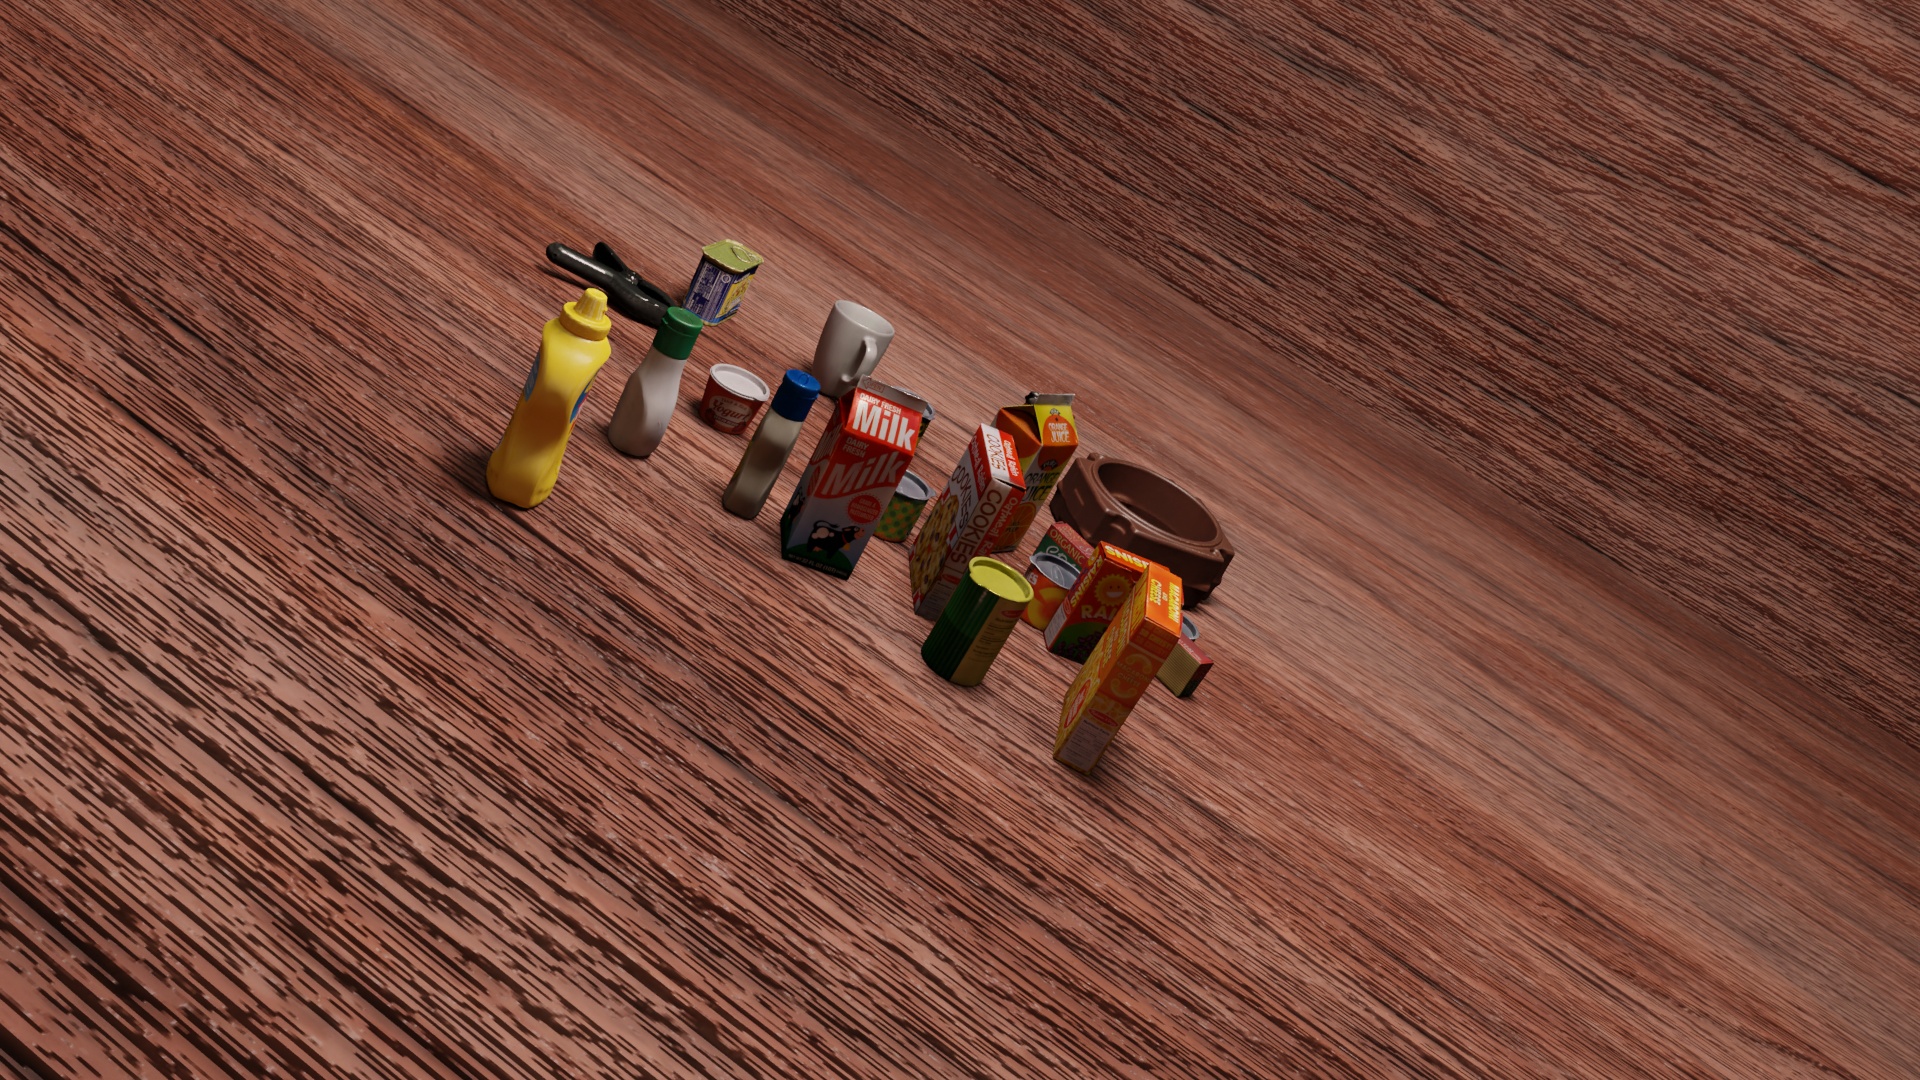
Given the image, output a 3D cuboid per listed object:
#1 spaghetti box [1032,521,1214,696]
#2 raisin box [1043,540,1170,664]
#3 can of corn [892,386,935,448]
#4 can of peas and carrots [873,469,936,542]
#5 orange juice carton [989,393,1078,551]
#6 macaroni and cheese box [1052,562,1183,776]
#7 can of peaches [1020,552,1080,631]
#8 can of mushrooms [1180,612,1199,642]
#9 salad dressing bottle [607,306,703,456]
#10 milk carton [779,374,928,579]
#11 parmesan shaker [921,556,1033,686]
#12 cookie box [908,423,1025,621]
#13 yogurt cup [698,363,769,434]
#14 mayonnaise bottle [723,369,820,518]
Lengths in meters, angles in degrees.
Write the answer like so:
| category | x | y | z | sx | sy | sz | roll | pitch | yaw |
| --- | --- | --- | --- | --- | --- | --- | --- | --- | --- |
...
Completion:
| category | x | y | z | sx | sy | sz | roll | pitch | yaw |
| --- | --- | --- | --- | --- | --- | --- | --- | --- | --- |
| spaghetti box | 0.175 | 0.072 | 1.535 | 0.029 | 0.050 | 0.251 | -1 | 38 | -49 |
| raisin box | 0.151 | 0.071 | 1.423 | 0.086 | 0.123 | 0.040 | 22 | 25 | -17 |
| can of corn | -0.071 | -0.142 | 1.669 | 0.071 | 0.058 | 0.071 | 25 | 24 | -12 |
| can of peas and carrots | -0.070 | -0.039 | 1.468 | 0.071 | 0.058 | 0.071 | 25 | 24 | -12 |
| orange juice carton | 0.062 | -0.083 | 1.536 | 0.073 | 0.191 | 0.072 | 43 | 27 | 28 |
| macaroni and cheese box | 0.147 | 0.116 | 1.275 | 0.040 | 0.165 | 0.124 | 29 | 24 | -3 |
| can of peaches | 0.091 | 0.054 | 1.467 | 0.071 | 0.057 | 0.071 | 25 | 24 | -12 |
| can of mushrooms | 0.230 | 0.101 | 1.561 | 0.071 | 0.033 | 0.071 | 25 | 24 | -12 |
| salad dressing bottle | -0.291 | -0.152 | 1.332 | 0.044 | 0.147 | 0.064 | 7 | 32 | -42 |
| milk carton | -0.102 | -0.065 | 1.322 | 0.072 | 0.189 | 0.074 | 21 | 25 | -20 |
| parmesan shaker | 0.012 | 0.075 | 1.283 | 0.071 | 0.102 | 0.071 | 25 | 24 | -12 |
| cookie box | 0.005 | -0.017 | 1.376 | 0.040 | 0.166 | 0.123 | 22 | 25 | -17 |
| yogurt cup | -0.246 | -0.151 | 1.494 | 0.072 | 0.053 | 0.073 | 25 | 24 | -12 |
| mayonnaise bottle | -0.182 | -0.095 | 1.342 | 0.041 | 0.147 | 0.065 | 26 | 24 | -10 |
